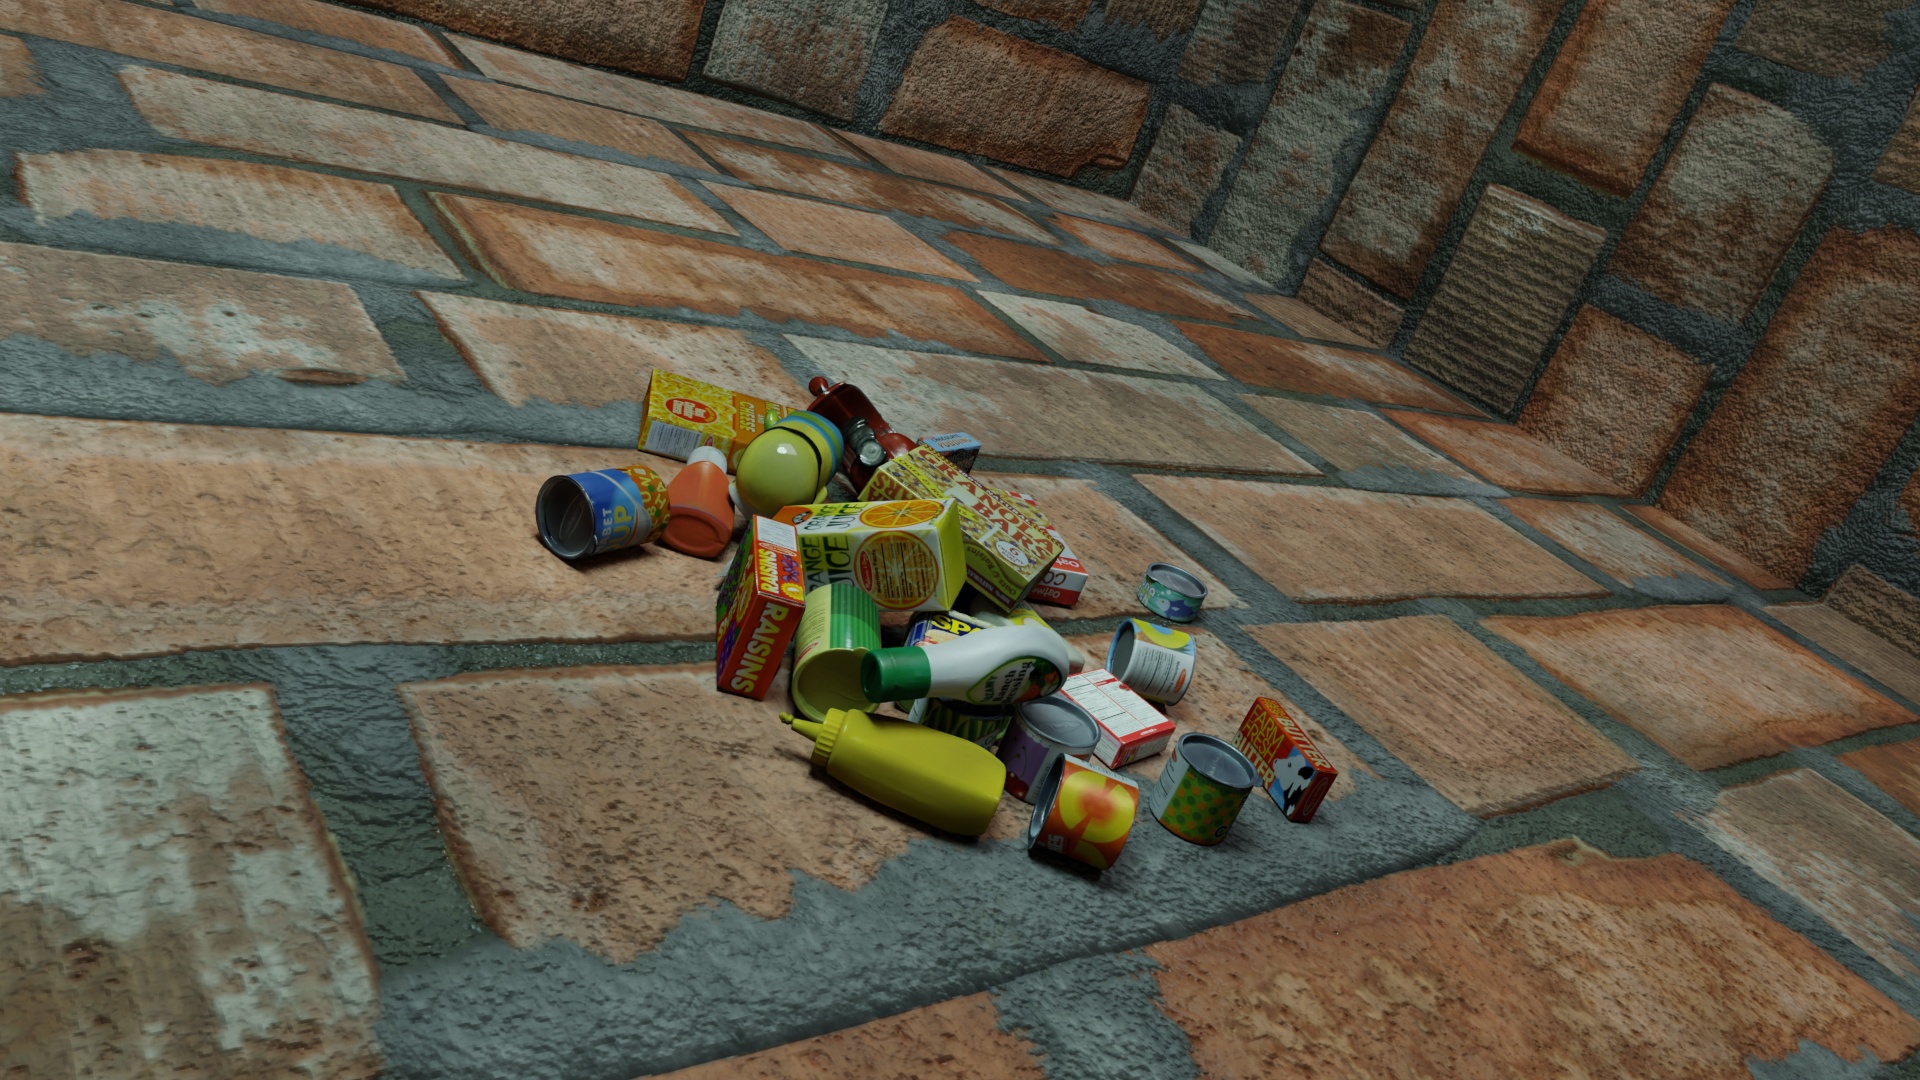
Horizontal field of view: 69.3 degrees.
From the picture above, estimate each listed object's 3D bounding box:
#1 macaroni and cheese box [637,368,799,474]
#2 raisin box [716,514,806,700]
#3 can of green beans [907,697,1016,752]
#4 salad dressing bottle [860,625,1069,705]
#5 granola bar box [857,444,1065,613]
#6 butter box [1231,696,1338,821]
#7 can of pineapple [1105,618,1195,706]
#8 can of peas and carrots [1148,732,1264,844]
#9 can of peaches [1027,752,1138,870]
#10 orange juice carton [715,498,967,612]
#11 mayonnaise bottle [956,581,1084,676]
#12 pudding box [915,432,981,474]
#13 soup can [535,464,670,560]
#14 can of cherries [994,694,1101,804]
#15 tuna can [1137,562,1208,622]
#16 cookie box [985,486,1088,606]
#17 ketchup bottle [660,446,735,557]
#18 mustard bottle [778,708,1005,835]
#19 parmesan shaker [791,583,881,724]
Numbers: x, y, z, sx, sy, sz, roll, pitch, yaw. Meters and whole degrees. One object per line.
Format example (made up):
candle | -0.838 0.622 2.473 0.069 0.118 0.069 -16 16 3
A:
macaroni and cheese box | -0.228 -0.109 1.370 0.166 0.040 0.124 14 25 -17
raisin box | -0.151 0.048 1.038 0.040 0.085 0.124 20 22 -19
can of green beans | -0.005 0.134 1.015 0.071 0.057 0.071 19 23 -8
salad dressing bottle | 0.004 0.090 0.971 0.148 0.064 0.044 -2 46 -29
granola bar box | 0.004 -0.015 1.234 0.165 0.039 0.124 37 22 7
butter box | 0.269 0.181 1.159 0.024 0.053 0.104 12 25 -27
can of pineapple | 0.165 0.106 1.217 0.058 0.070 0.071 17 23 -12
can of peas and carrots | 0.187 0.190 1.060 0.071 0.058 0.071 19 23 -9
can of peaches | 0.085 0.191 0.965 0.058 0.071 0.071 21 23 -3
orange juice carton | -0.098 0.014 1.127 0.193 0.072 0.072 -2 20 13
mayonnaise bottle | 0.043 0.075 1.207 0.065 0.041 0.148 1 31 -38
pudding box | -0.019 -0.087 1.494 0.030 0.049 0.084 36 27 27
soup can | -0.281 -0.022 1.102 0.071 0.071 0.084 33 25 24
can of cherries | 0.062 0.154 1.031 0.071 0.058 0.072 18 24 -8
tuna can | 0.214 0.052 1.416 0.071 0.032 0.071 19 23 -8
cookie box | 0.038 0.000 1.370 0.123 0.040 0.168 10 25 -25
ketchup bottle | -0.227 -0.039 1.214 0.065 0.043 0.149 22 22 -15
mustard bottle | -0.050 0.150 0.952 0.160 0.048 0.065 21 22 0
parmesan shaker | -0.089 0.082 1.037 0.071 0.071 0.103 17 23 -12
